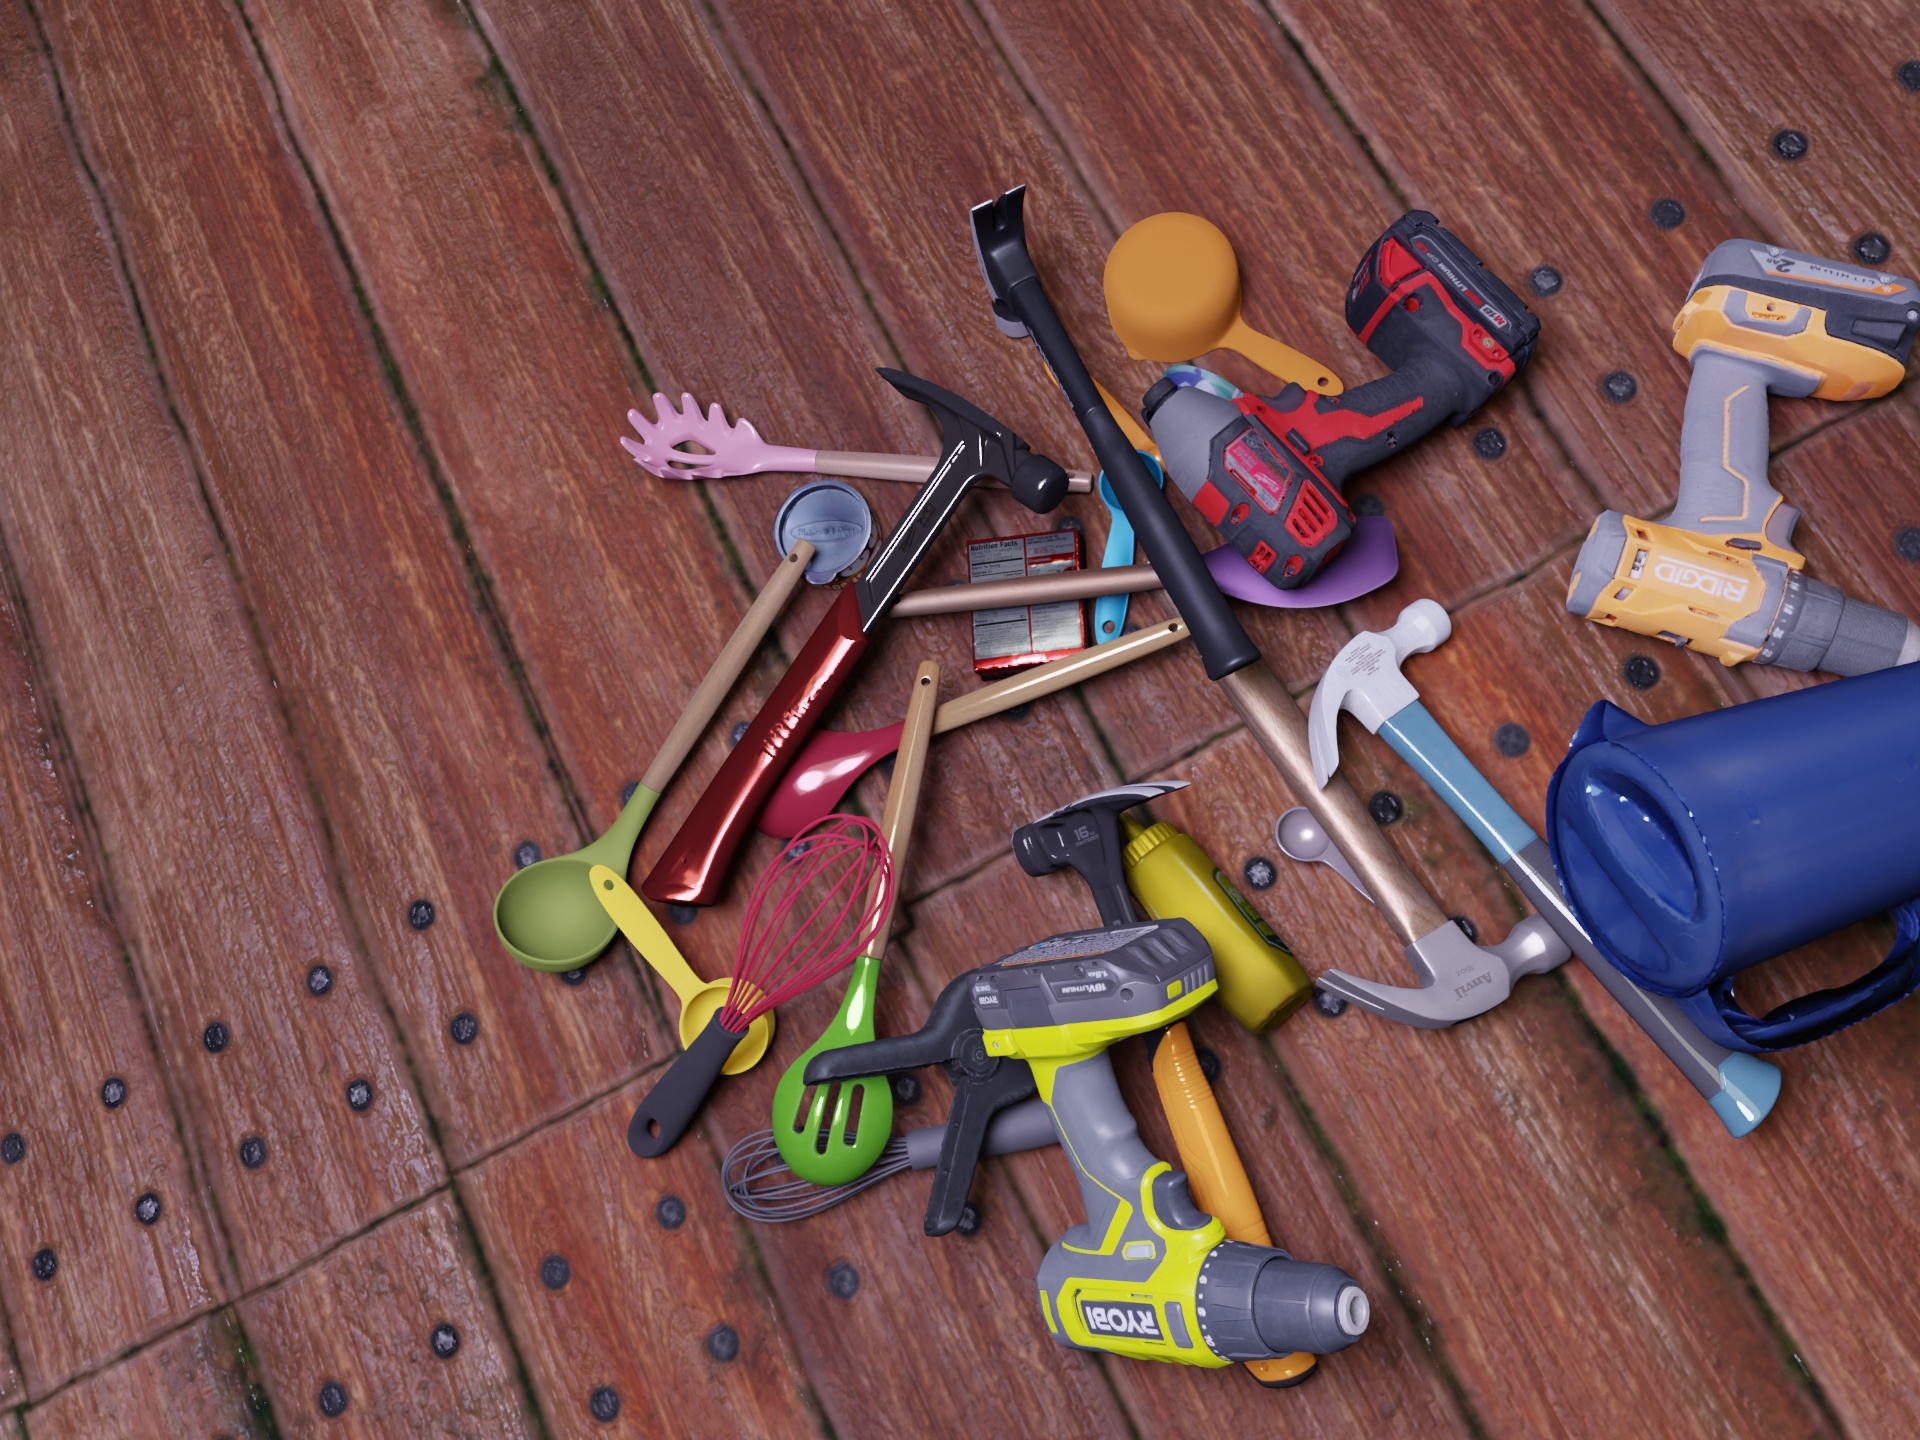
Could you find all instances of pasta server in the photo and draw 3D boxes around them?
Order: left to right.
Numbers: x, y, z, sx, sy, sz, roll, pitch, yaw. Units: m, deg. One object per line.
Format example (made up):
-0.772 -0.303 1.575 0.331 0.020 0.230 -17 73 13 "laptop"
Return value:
-0.070 -0.173 1.048 0.316 0.040 0.060 7 68 13 "pasta server"

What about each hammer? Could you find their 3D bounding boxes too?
-0.089 -0.041 0.978 0.149 0.036 0.359 36 93 27 "hammer"
0.087 -0.167 0.939 0.035 0.146 0.335 -26 68 0 "hammer"
0.129 0.200 0.881 0.127 0.034 0.337 -28 78 50 "hammer"
0.203 0.031 0.931 0.130 0.031 0.331 -26 68 -15 "hammer"
0.319 0.081 0.876 0.128 0.033 0.331 -31 69 -19 "hammer"

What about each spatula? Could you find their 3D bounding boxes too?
0.102 -0.084 0.964 0.316 0.018 0.060 -5 63 12 "spatula"

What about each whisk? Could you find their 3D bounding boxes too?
-0.123 0.163 0.917 0.073 0.073 0.295 47 120 18 "whisk"
-0.028 0.251 0.939 0.239 0.055 0.055 -13 75 5 "whisk"

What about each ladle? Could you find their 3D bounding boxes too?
-0.186 0.019 1.005 0.078 0.062 0.320 33 91 15 "ladle"
-0.002 -0.003 0.980 0.315 0.031 0.069 -21 72 13 "ladle"

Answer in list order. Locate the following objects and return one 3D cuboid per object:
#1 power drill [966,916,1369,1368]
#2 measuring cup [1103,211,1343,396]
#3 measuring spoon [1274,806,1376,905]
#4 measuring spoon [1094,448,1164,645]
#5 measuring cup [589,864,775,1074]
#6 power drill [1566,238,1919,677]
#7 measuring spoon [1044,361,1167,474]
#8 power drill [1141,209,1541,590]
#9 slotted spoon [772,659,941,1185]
0.103 0.226 0.833 0.190 0.080 0.228 -16 91 44 "power drill"
0.167 -0.257 1.005 0.174 0.052 0.095 35 87 20 "measuring cup"
0.236 0.096 0.931 0.124 0.018 0.034 37 69 11 "measuring spoon"
0.104 -0.107 1.008 0.042 0.021 0.128 8 88 22 "measuring spoon"
-0.173 0.149 0.982 0.062 0.029 0.156 -41 86 13 "measuring cup"
0.468 -0.138 0.899 0.185 0.084 0.226 20 86 14 "power drill"
0.094 -0.201 1.031 0.021 0.011 0.117 -43 72 0 "measuring spoon"
0.217 -0.191 0.930 0.220 0.078 0.143 -41 82 -15 "power drill"
-0.050 0.114 0.935 0.070 0.031 0.314 11 77 6 "slotted spoon"
